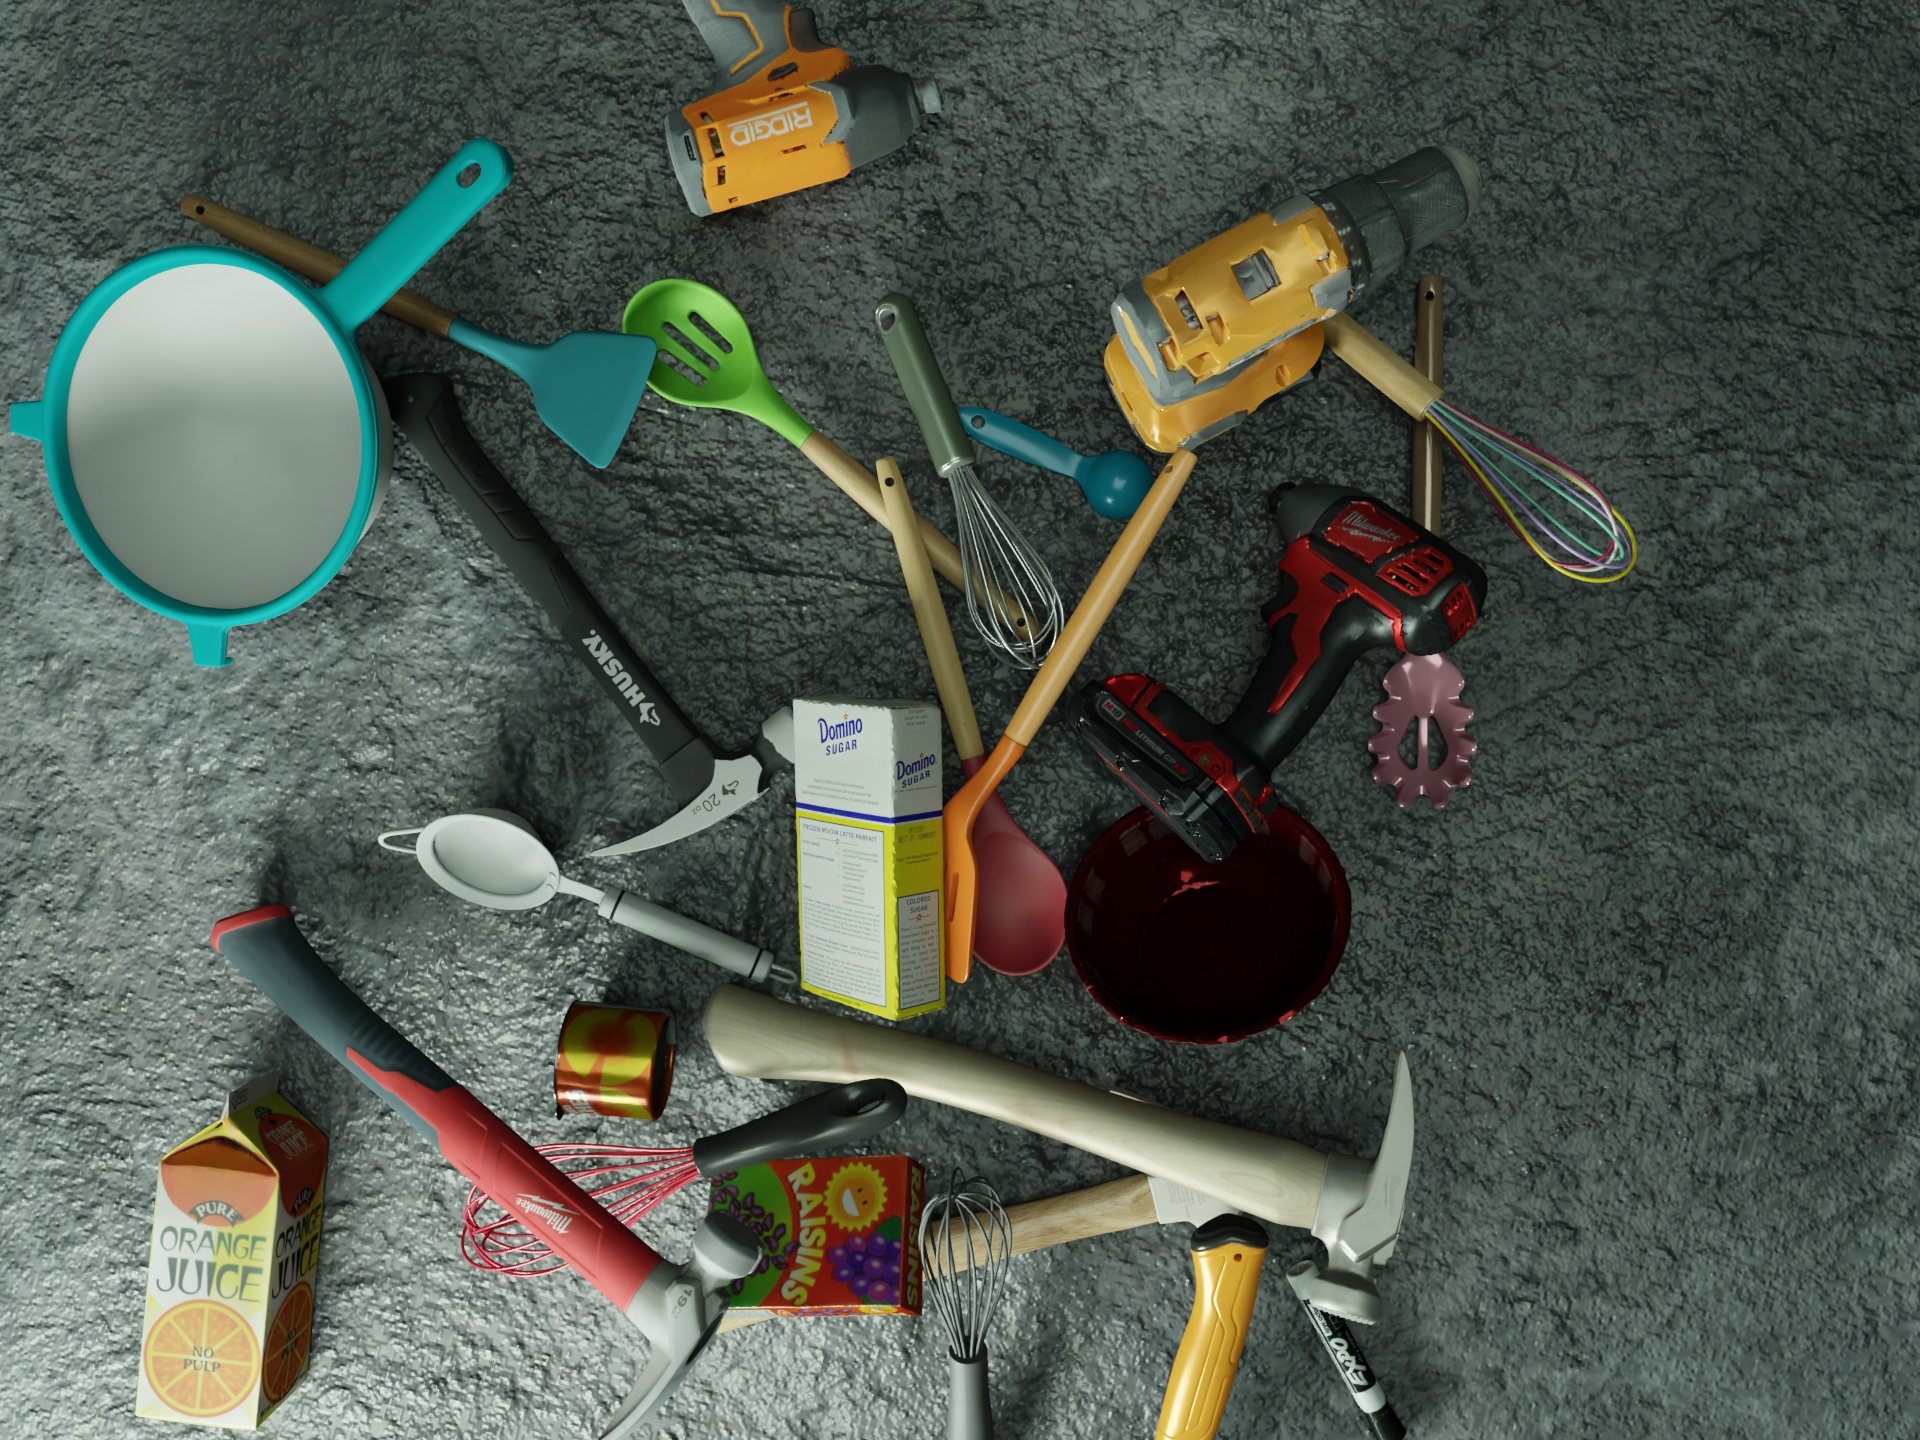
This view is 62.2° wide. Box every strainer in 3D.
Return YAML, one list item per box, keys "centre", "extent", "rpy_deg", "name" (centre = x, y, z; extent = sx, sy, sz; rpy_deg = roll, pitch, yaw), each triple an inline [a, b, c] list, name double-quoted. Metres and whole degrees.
- centre: [-0.365, -0.202, 0.914]
  extent: [0.340, 0.095, 0.211]
  rpy_deg: [-39, 88, 13]
  name: "strainer"
- centre: [-0.216, 0.105, 0.954]
  extent: [0.258, 0.050, 0.086]
  rpy_deg: [24, 134, -5]
  name: "strainer"

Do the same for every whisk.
- centre: [0.004, 0.363, 0.920]
  extent: [0.055, 0.055, 0.238]
  rpy_deg: [-1, 111, 2]
  name: "whisk"
- centre: [0.284, -0.164, 0.909]
  extent: [0.245, 0.051, 0.047]
  rpy_deg: [46, 104, 19]
  name: "whisk"
- centre: [-0.165, 0.257, 0.918]
  extent: [0.296, 0.073, 0.073]
  rpy_deg: [-20, 90, 14]
  name: "whisk"
- centre: [0.002, -0.142, 0.937]
  extent: [0.058, 0.059, 0.246]
  rpy_deg: [-29, 79, 38]
  name: "whisk"

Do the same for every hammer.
- centre: [-0.297, 0.240, 0.904]
  extent: [0.386, 0.038, 0.143]
  rpy_deg: [34, 88, 18]
  name: "hammer"
- centre: [0.049, 0.211, 0.915]
  extent: [0.411, 0.038, 0.146]
  rpy_deg: [14, 71, 12]
  name: "hammer"
- centre: [0.130, 0.450, 0.928]
  extent: [0.127, 0.034, 0.337]
  rpy_deg: [14, 97, 3]
  name: "hammer"
- centre: [-0.244, -0.071, 0.957]
  extent: [0.146, 0.035, 0.335]
  rpy_deg: [-38, 89, 1]
  name: "hammer"
- centre: [0.004, 0.309, 0.951]
  extent: [0.331, 0.031, 0.130]
  rpy_deg: [-14, 90, 2]
  name: "hammer"

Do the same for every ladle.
- centre: [-0.001, -0.003, 0.943]
  extent: [0.069, 0.031, 0.315]
  rpy_deg: [-16, 93, 6]
  name: "ladle"

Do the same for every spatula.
- centre: [-0.331, -0.250, 0.955]
  extent: [0.317, 0.044, 0.082]
  rpy_deg: [25, 97, 3]
  name: "spatula"
- centre: [0.049, -0.007, 0.895]
  extent: [0.041, 0.081, 0.322]
  rpy_deg: [26, 97, -43]
  name: "spatula"

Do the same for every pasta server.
- centre: [0.275, -0.107, 0.939]
  extent: [0.060, 0.040, 0.316]
  rpy_deg: [1, 89, 17]
  name: "pasta server"

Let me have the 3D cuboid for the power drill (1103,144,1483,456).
- centre: [0.166, -0.222, 0.847]
  extent: [0.185, 0.226, 0.084]
  rpy_deg: [-28, 90, 2]
  name: "power drill"

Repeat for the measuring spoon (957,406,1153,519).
- centre: [0.056, -0.160, 0.952]
  extent: [0.128, 0.021, 0.042]
  rpy_deg: [24, 91, 1]
  name: "measuring spoon"

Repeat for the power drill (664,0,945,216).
- centre: [-0.110, -0.427, 0.931]
  extent: [0.164, 0.084, 0.226]
  rpy_deg: [-15, 94, 2]
  name: "power drill"

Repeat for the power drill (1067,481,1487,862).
- centre: [0.175, -0.040, 0.907]
  extent: [0.219, 0.078, 0.143]
  rpy_deg: [-45, 53, -1]
  name: "power drill"

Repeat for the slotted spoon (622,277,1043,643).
- centre: [-0.073, -0.150, 0.956]
  extent: [0.314, 0.031, 0.070]
  rpy_deg: [40, 92, -1]
  name: "slotted spoon"
